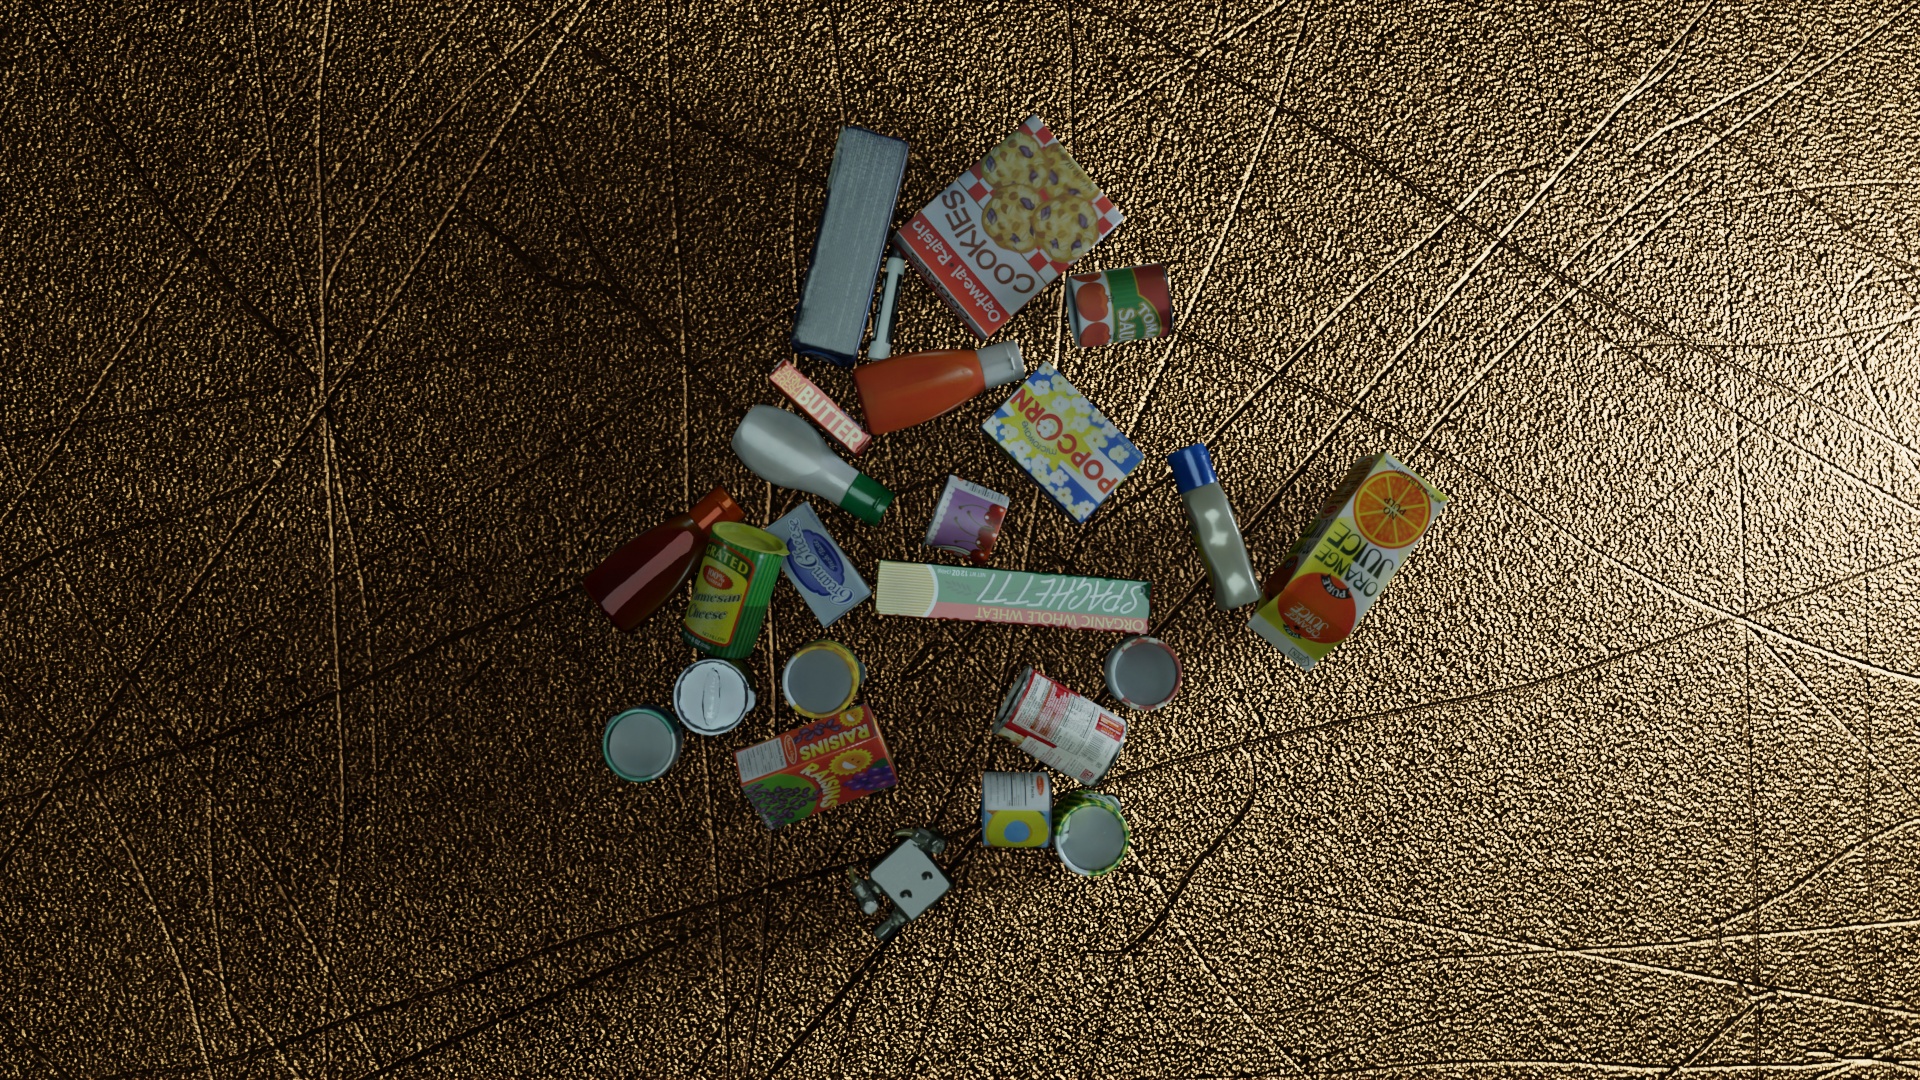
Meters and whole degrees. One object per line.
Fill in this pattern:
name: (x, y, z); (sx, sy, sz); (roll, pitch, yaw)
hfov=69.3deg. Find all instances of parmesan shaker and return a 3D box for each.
parmesan shaker: (-0.195, 0.044, 1.203); (0.071, 0.071, 0.102); (19, 103, -2)

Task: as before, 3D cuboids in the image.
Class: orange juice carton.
orange juice carton: (0.338, 0.019, 1.234); (0.072, 0.073, 0.193); (37, 88, -1)

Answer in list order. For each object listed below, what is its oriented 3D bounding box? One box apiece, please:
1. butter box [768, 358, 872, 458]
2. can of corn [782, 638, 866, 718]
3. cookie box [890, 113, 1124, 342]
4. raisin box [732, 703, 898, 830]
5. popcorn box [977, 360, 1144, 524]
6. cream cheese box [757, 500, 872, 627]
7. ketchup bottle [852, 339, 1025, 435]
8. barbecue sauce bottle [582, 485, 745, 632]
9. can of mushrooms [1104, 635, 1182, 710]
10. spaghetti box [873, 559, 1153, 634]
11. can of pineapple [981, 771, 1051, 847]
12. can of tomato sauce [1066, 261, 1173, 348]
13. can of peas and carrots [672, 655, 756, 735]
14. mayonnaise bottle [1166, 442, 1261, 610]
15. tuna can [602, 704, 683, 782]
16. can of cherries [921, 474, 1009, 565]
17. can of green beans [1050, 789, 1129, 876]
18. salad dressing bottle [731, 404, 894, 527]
butter box: (-0.124, -0.115, 1.230); (0.103, 0.053, 0.024); (42, 86, -1)
can of corn: (-0.119, 0.121, 1.221); (0.071, 0.058, 0.071); (0, 89, -2)
cookie box: (0.042, -0.277, 1.239); (0.168, 0.040, 0.123); (-42, 94, -8)
raisin box: (-0.124, 0.197, 1.205); (0.123, 0.085, 0.040); (-20, 49, -2)
popcorn box: (0.090, -0.087, 1.244); (0.126, 0.038, 0.085); (44, 88, -1)
cream cheese box: (-0.129, 0.021, 1.240); (0.053, 0.024, 0.104); (-36, 90, -1)
ketchup bottle: (-0.018, -0.142, 1.238); (0.149, 0.043, 0.064); (-16, 104, -3)
barbecue sauce bottle: (-0.257, 0.012, 1.226); (0.148, 0.043, 0.065); (-41, 91, -3)
can of mushrooms: (0.166, 0.118, 1.245); (0.071, 0.033, 0.071); (0, 88, -2)
spaghetti box: (0.048, 0.051, 1.244); (0.250, 0.028, 0.050); (4, 89, -2)
can of pineapple: (0.049, 0.238, 1.222); (0.058, 0.071, 0.071); (1, 89, -1)
can of tomato sauce: (0.141, -0.207, 1.235); (0.083, 0.071, 0.071); (-9, 89, -2)
can of peas and carrots: (-0.212, 0.134, 1.217); (0.071, 0.058, 0.071); (0, 89, -3)
mayonnaise bottle: (0.225, -0.012, 1.238); (0.041, 0.064, 0.148); (-20, 85, 1)
tuna can: (-0.283, 0.178, 1.226); (0.071, 0.033, 0.071); (0, 89, -3)
can of cherries: (0.004, -0.015, 1.226); (0.058, 0.071, 0.071); (21, 88, -3)
can of green beans: (0.113, 0.258, 1.227); (0.071, 0.058, 0.071); (0, 89, -2)
salad dressing bottle: (-0.130, -0.064, 1.233); (0.148, 0.044, 0.064); (32, 81, -2)
